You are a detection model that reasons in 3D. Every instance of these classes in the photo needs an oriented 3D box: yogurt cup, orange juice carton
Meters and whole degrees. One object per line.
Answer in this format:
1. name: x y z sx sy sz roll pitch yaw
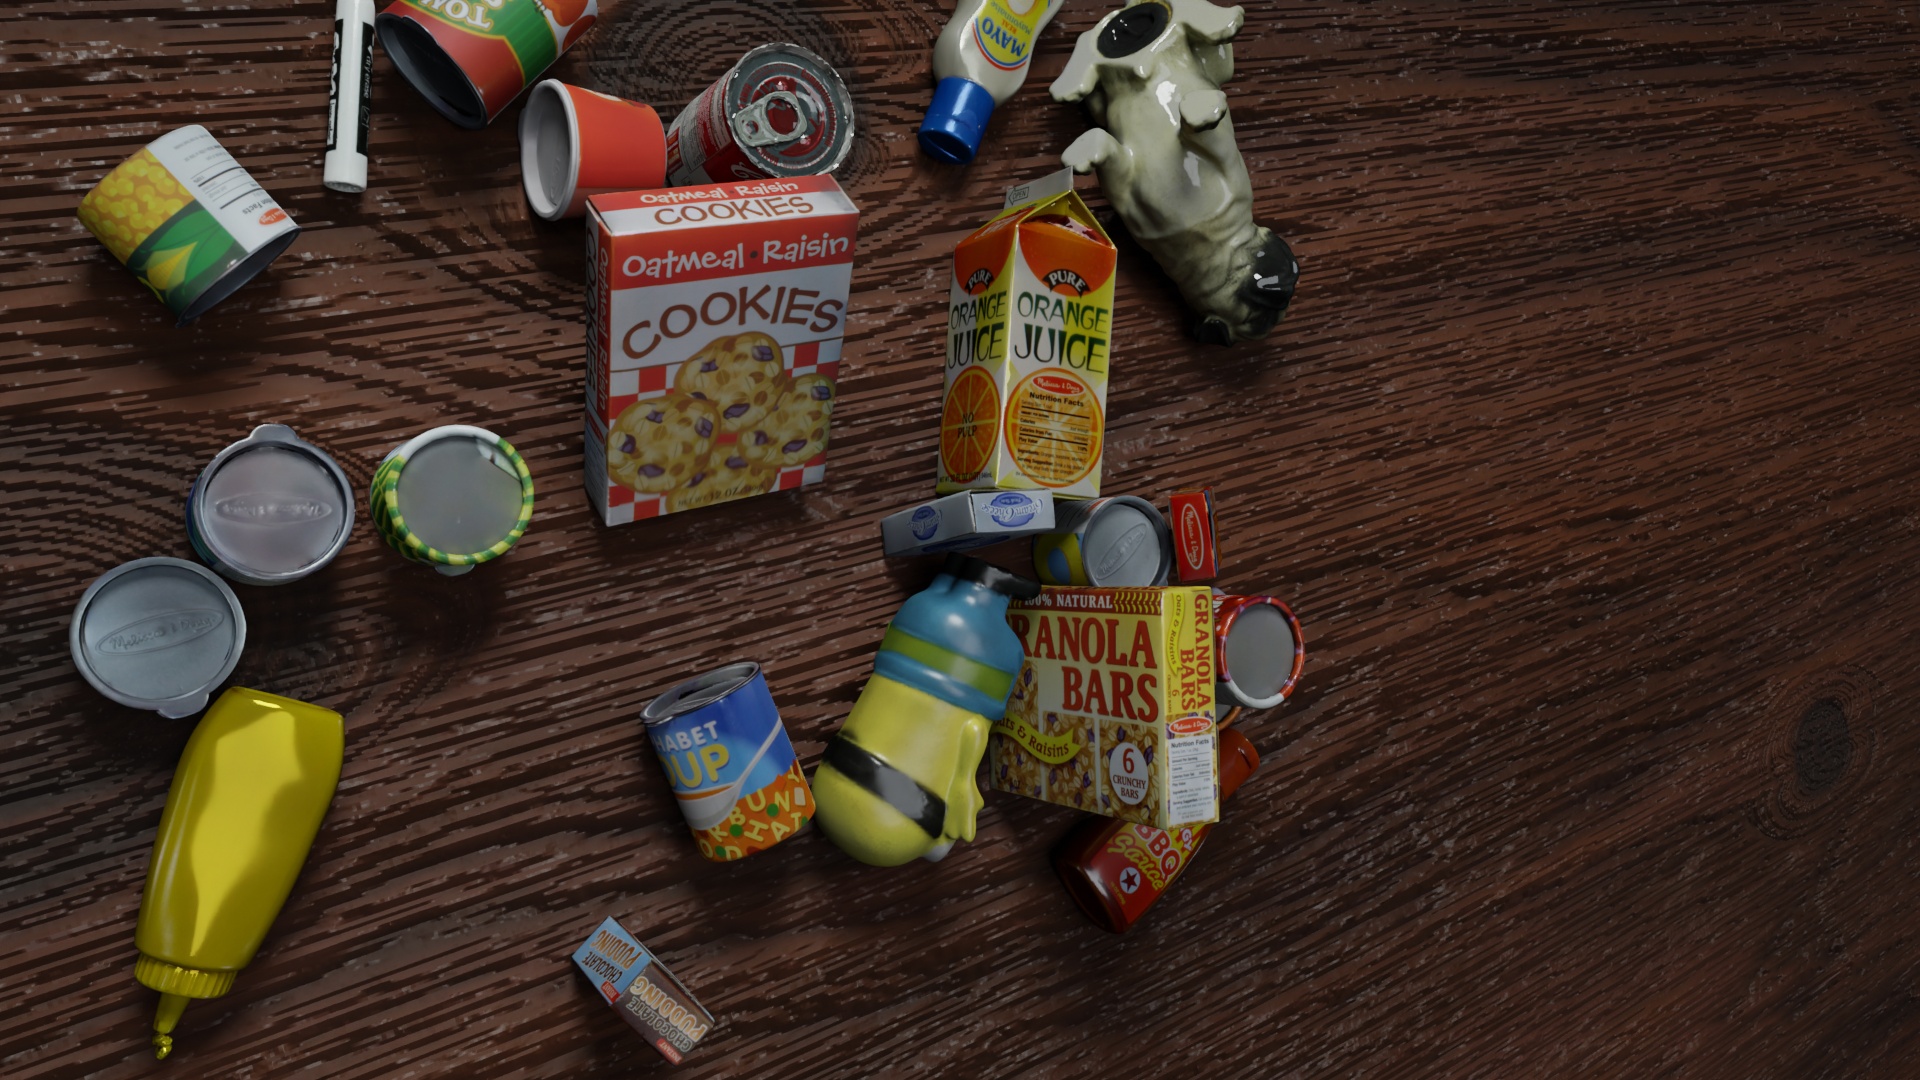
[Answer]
1. yogurt cup: -0.184 -0.195 0.700 0.054 0.072 0.072 -6 92 -38
2. orange juice carton: 0.040 -0.120 0.819 0.073 0.071 0.192 7 85 -29

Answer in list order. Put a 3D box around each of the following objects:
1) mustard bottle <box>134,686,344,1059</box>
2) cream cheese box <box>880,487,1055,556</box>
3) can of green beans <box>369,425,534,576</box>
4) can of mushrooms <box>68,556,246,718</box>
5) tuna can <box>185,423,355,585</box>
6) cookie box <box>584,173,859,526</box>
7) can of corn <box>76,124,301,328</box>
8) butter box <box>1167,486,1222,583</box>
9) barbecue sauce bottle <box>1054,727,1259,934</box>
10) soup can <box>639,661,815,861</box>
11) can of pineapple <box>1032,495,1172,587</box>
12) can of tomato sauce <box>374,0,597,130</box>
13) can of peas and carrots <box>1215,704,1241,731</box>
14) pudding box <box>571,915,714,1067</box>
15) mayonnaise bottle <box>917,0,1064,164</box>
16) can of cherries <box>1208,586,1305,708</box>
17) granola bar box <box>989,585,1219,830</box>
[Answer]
1. mustard bottle: -0.328 0.147 0.615 0.065 0.049 0.160 23 78 -27
2. cream cheese box: 0.003 -0.010 0.777 0.053 0.103 0.024 -4 84 -31
3. can of green beans: -0.243 -0.020 0.663 0.071 0.058 0.071 1 88 -30
4. can of mushrooms: -0.353 0.043 0.613 0.071 0.033 0.071 1 88 -30
5. tuna can: -0.314 -0.015 0.632 0.071 0.032 0.071 7 77 -35
6. cookie box: -0.122 -0.094 0.692 0.123 0.040 0.166 -13 135 -29
7. can of corn: -0.339 -0.137 0.610 0.071 0.071 0.058 -48 110 -22
8. butter box: 0.147 -0.006 0.867 0.024 0.103 0.053 -7 93 13
9. barbecue sauce bottle: 0.128 0.176 0.877 0.149 0.043 0.064 -38 105 -25
10. soup can: -0.122 0.116 0.722 0.071 0.071 0.083 -26 101 -28
11. can of pineapple: 0.087 0.008 0.850 0.071 0.058 0.071 1 89 -29
12. can of tomato sauce: -0.228 -0.253 0.673 0.071 0.071 0.083 45 68 -21
13. can of peas and carrots: 0.137 0.090 0.876 0.071 0.058 0.071 1 88 -29
14. pudding box: -0.158 0.222 0.690 0.030 0.083 0.049 -46 110 -19
15. mayonnaise bottle: 0.017 -0.296 0.829 0.065 0.041 0.148 28 75 -28
16. can of cherries: 0.160 0.062 0.821 0.071 0.058 0.071 1 88 -29
17. granola bar box: 0.076 0.087 0.780 0.039 0.165 0.124 -1 89 -32
